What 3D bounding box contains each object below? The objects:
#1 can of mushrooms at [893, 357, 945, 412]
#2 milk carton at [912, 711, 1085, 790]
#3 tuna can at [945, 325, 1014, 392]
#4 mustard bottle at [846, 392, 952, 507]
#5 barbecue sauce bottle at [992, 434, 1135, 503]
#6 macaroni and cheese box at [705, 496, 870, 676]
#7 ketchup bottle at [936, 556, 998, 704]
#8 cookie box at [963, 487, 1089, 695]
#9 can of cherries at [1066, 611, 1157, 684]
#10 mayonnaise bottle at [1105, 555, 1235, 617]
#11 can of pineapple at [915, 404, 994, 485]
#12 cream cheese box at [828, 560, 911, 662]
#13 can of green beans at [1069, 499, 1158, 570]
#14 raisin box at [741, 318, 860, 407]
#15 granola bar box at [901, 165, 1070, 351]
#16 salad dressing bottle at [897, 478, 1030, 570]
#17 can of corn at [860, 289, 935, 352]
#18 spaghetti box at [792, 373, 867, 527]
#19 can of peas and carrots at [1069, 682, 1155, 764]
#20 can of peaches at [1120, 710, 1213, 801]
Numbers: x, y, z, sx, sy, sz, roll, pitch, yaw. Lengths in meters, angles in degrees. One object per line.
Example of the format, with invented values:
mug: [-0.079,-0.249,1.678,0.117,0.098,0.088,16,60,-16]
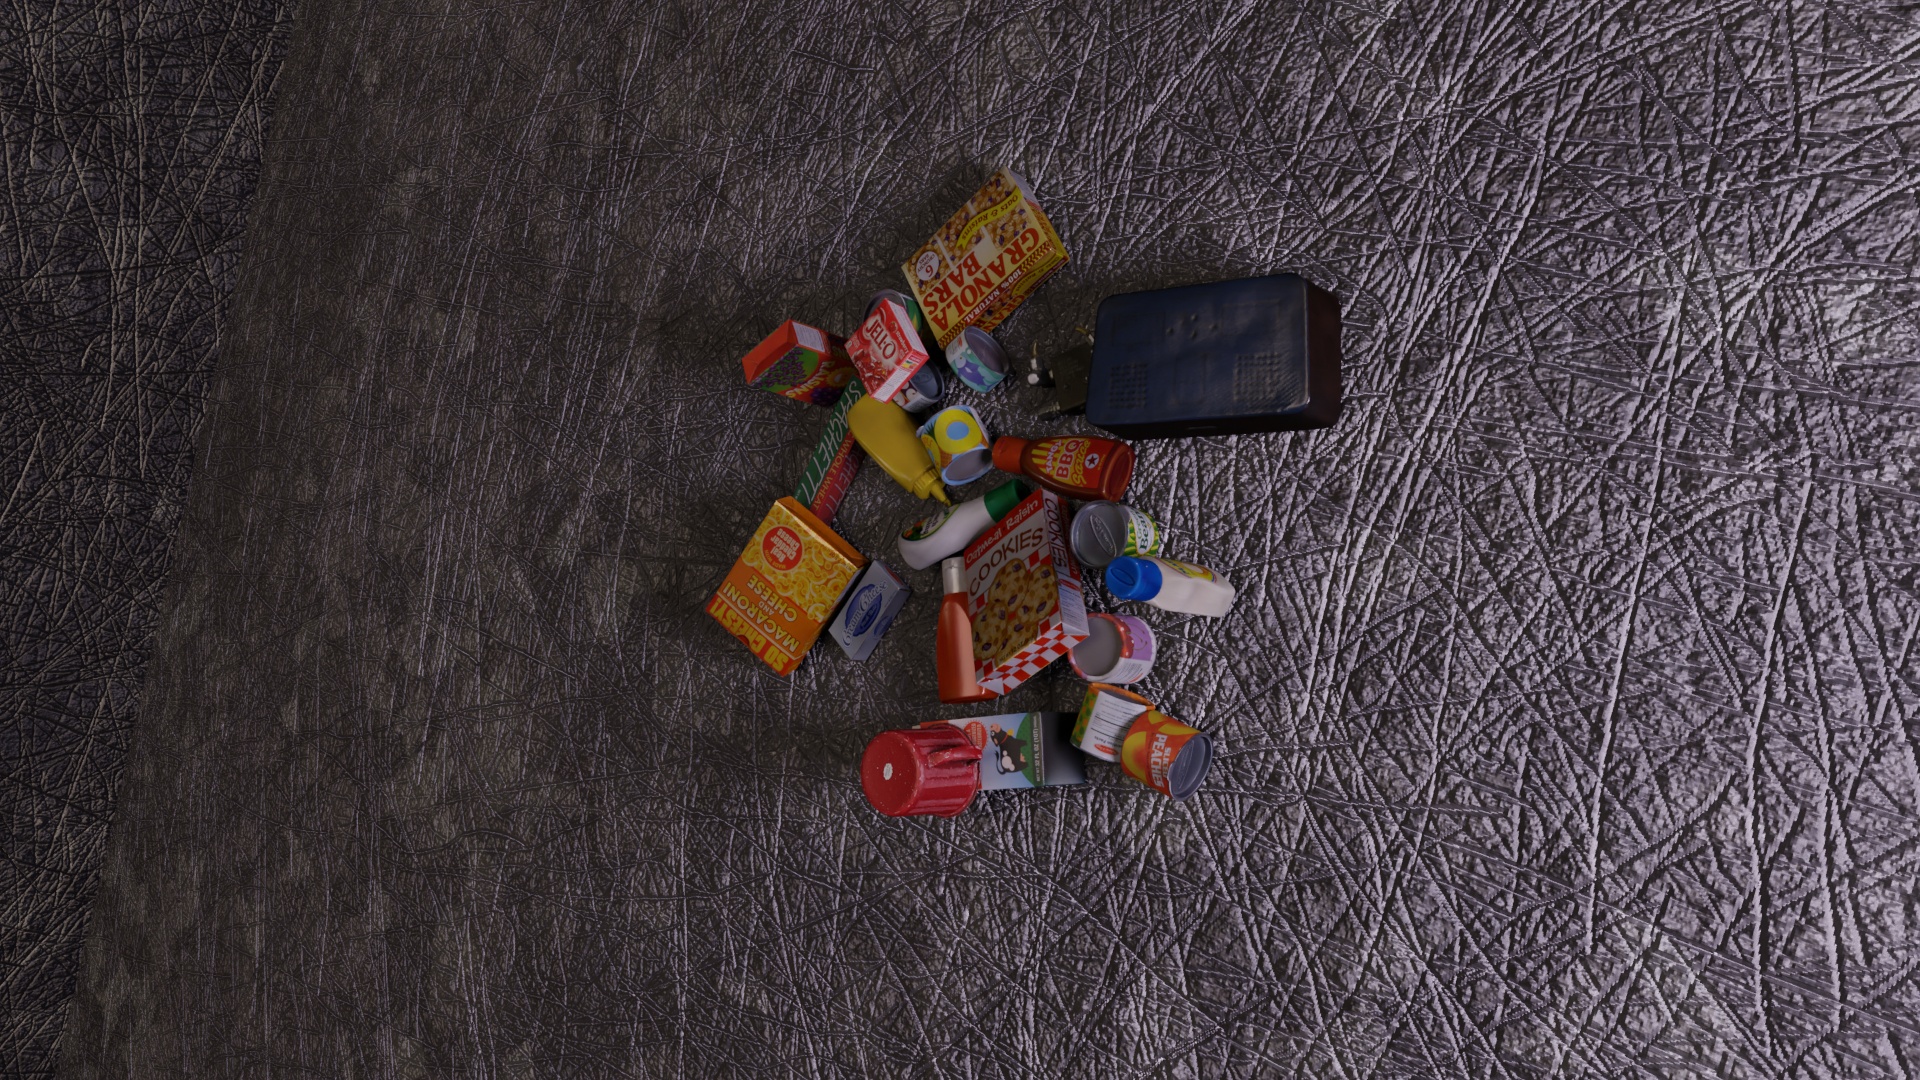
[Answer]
can of mushrooms: [-0.052,-0.176,1.506,0.033,0.071,0.071,-32,65,33]
milk carton: [0.025,0.212,1.380,0.190,0.073,0.072,-10,77,38]
tuna can: [0.020,-0.188,1.453,0.032,0.071,0.071,-40,60,29]
mustard bottle: [-0.058,-0.092,1.503,0.065,0.049,0.160,-41,70,9]
barbecue sauce bottle: [0.099,-0.077,1.383,0.148,0.043,0.065,13,75,40]
macaroni and cheese box: [-0.199,0.053,1.578,0.124,0.040,0.166,39,109,10]
ketchup bottle: [0.004,0.092,1.435,0.064,0.043,0.149,-14,75,36]
cookie box: [0.060,0.048,1.355,0.122,0.040,0.168,-40,39,34]
can of cherries: [0.141,0.100,1.313,0.071,0.058,0.071,-6,80,38]
mayonnaise bottle: [0.183,0.038,1.231,0.065,0.148,0.041,34,105,37]
can of pineapple: [-0.003,-0.099,1.454,0.070,0.071,0.058,-41,61,27]
cream cheese box: [-0.100,0.078,1.534,0.053,0.024,0.103,47,112,35]
can of green beans: [0.147,-0.002,1.324,0.071,0.058,0.071,-7,79,38]
raisin box: [-0.171,-0.198,1.569,0.086,0.123,0.040,-34,62,30]
granola bar box: [0.025,-0.296,1.481,0.165,0.039,0.124,-39,60,27]
salad dressing bottle: [0.005,-0.018,1.445,0.147,0.064,0.044,-27,108,25]
can of corn: [-0.067,-0.235,1.533,0.071,0.058,0.071,-7,79,38]
spaghetti box: [-0.153,-0.072,1.596,0.050,0.029,0.249,37,107,35]
can of peas and carrots: [0.142,0.170,1.299,0.071,0.071,0.058,23,97,39]
can of peaches: [0.185,0.194,1.255,0.058,0.071,0.071,23,98,40]
